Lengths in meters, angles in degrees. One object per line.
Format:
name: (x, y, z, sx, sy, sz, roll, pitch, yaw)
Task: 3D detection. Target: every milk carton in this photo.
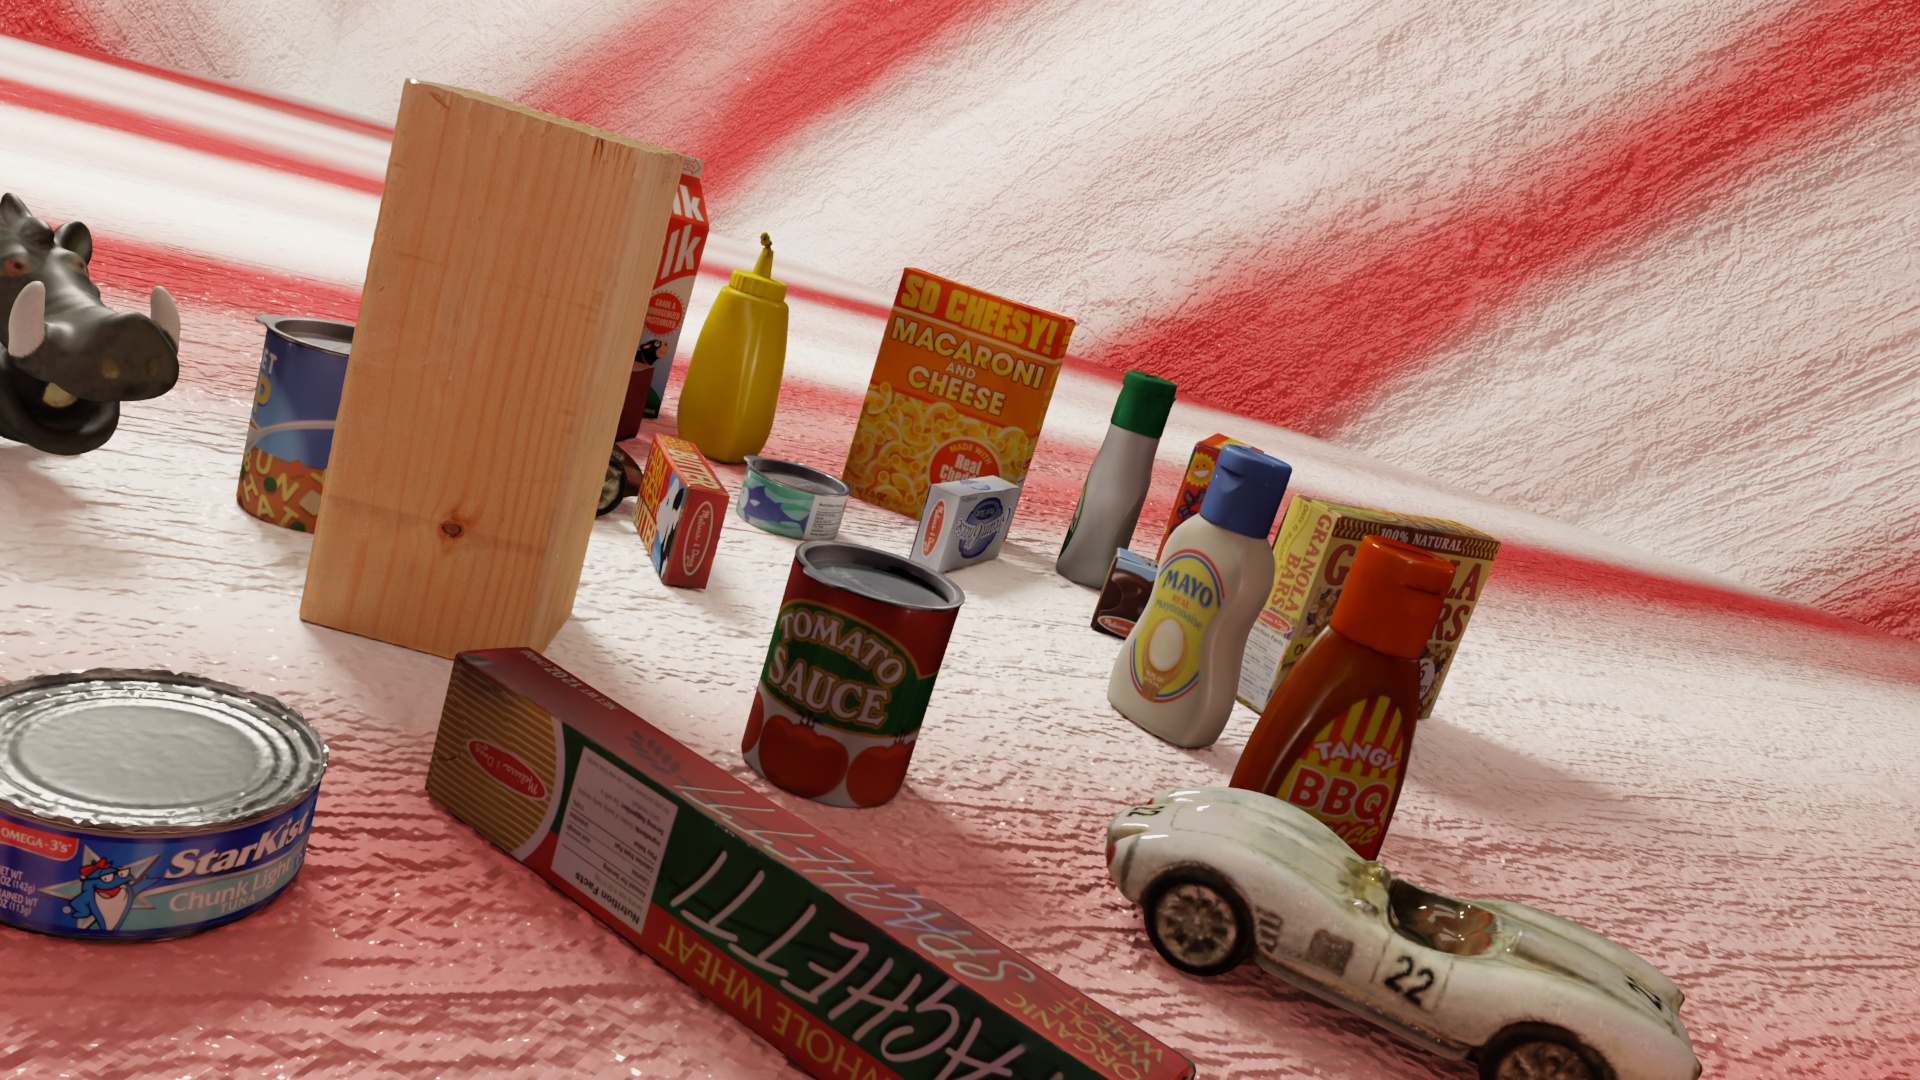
milk carton: (-0.243, -0.193, 1.015, 0.072, 0.190, 0.073, 7, 17, -40)

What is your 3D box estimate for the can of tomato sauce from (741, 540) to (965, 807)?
can of tomato sauce: (-0.043, 0.050, 0.529, 0.071, 0.083, 0.071, 17, 13, -4)

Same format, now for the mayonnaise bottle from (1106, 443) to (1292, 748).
mayonnaise bottle: (0.124, 0.026, 0.697, 0.041, 0.147, 0.065, 5, 18, -45)

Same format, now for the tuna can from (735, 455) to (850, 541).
tuna can: (-0.106, -0.026, 0.862, 0.071, 0.032, 0.071, 17, 13, -4)

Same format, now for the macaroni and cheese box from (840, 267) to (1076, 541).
macaroni and cheese box: (-0.004, -0.095, 0.979, 0.124, 0.166, 0.040, 20, 13, 9)

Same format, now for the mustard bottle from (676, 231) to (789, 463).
mustard bottle: (-0.151, -0.135, 0.967, 0.065, 0.159, 0.049, 24, 14, 27)

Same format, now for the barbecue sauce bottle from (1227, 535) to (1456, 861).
barbecue sauce bottle: (0.149, 0.072, 0.544, 0.065, 0.148, 0.044, 14, 13, -16)

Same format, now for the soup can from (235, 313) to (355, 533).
soup can: (-0.288, -0.053, 0.629, 0.071, 0.083, 0.071, 17, 13, -4)

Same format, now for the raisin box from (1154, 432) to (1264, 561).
raisin box: (0.160, -0.006, 0.924, 0.040, 0.123, 0.086, 21, 13, 15)

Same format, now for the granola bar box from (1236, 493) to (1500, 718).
granola bar box: (0.241, 0.043, 0.829, 0.166, 0.124, 0.039, 7, 17, -39)

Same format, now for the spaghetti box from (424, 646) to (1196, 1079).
spaghetti box: (-0.054, 0.102, 0.379, 0.250, 0.050, 0.029, 25, 15, 28)

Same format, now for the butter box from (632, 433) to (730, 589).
butter box: (-0.148, -0.017, 0.729, 0.024, 0.053, 0.104, 12, 15, -25)

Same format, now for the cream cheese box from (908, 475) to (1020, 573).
cream cheese box: (0.003, -0.011, 0.897, 0.024, 0.053, 0.104, 22, 14, 20)

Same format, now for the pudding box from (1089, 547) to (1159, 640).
pudding box: (0.127, 0.041, 0.851, 0.084, 0.049, 0.030, 18, 13, 2)

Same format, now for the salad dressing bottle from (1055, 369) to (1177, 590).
salad dressing bottle: (0.108, -0.041, 0.947, 0.044, 0.147, 0.064, 20, 13, 11)
